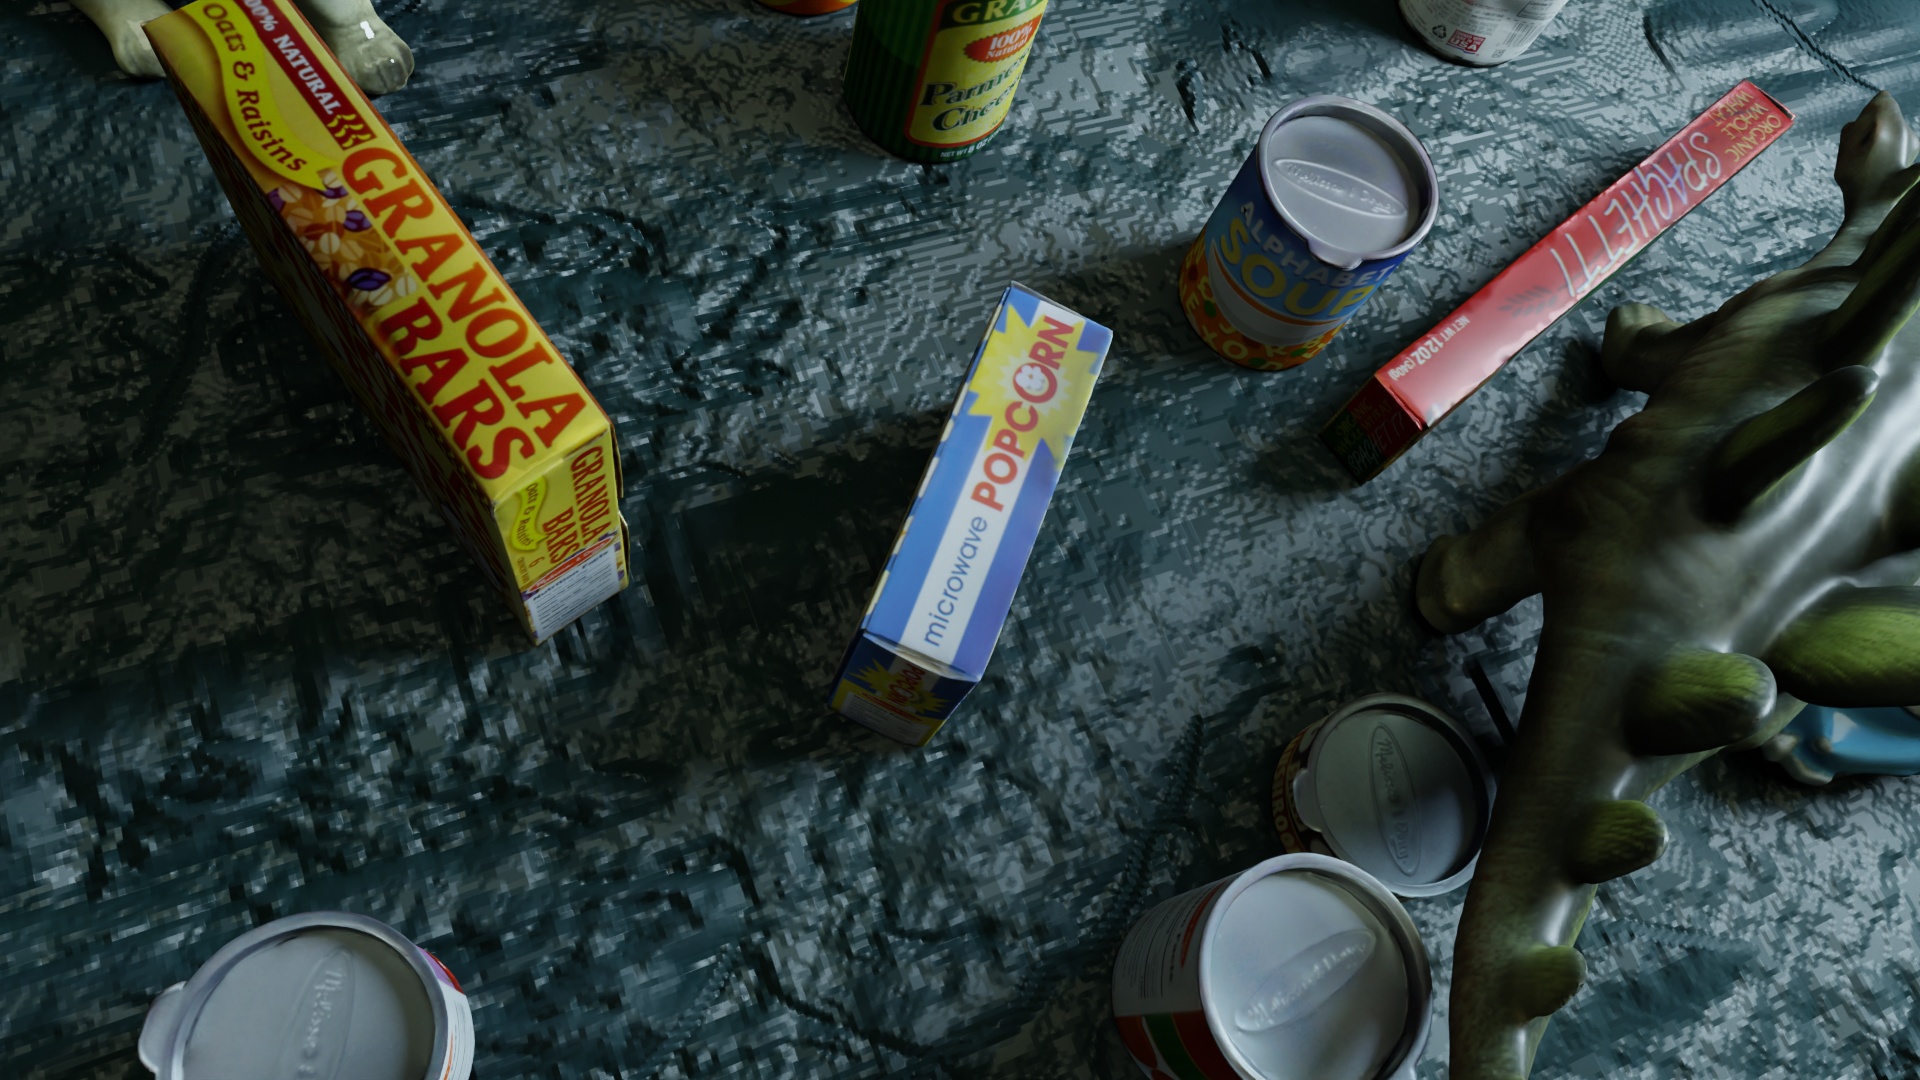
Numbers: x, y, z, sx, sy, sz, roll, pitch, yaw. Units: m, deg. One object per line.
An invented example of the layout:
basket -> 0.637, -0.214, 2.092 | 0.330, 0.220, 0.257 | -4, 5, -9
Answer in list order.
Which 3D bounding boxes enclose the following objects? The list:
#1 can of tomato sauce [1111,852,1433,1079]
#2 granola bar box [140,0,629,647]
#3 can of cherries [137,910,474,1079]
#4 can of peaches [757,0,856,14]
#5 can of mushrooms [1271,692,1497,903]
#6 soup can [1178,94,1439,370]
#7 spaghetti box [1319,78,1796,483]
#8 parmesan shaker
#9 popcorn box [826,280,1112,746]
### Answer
can of tomato sauce -> 0.088, 0.132, 0.404 | 0.071, 0.082, 0.071 | 4, 68, -10
granola bar box -> -0.160, -0.060, 0.407 | 0.039, 0.123, 0.166 | -35, 79, -21
can of cherries -> -0.167, 0.133, 0.364 | 0.071, 0.058, 0.072 | 4, 68, -10
can of peaches -> -0.062, -0.247, 0.538 | 0.071, 0.057, 0.071 | 4, 68, -10
can of mushrooms -> 0.137, 0.086, 0.459 | 0.071, 0.033, 0.071 | 4, 68, -10
soup can -> 0.123, -0.107, 0.506 | 0.071, 0.083, 0.071 | 4, 68, -10
spaghetti box -> 0.240, -0.107, 0.549 | 0.251, 0.050, 0.029 | -36, 80, -22
parmesan shaker -> -0.001, -0.195, 0.505 | 0.071, 0.102, 0.071 | 4, 68, -10
popcorn box -> 0.002, -0.006, 0.439 | 0.038, 0.085, 0.127 | 23, 66, -2
